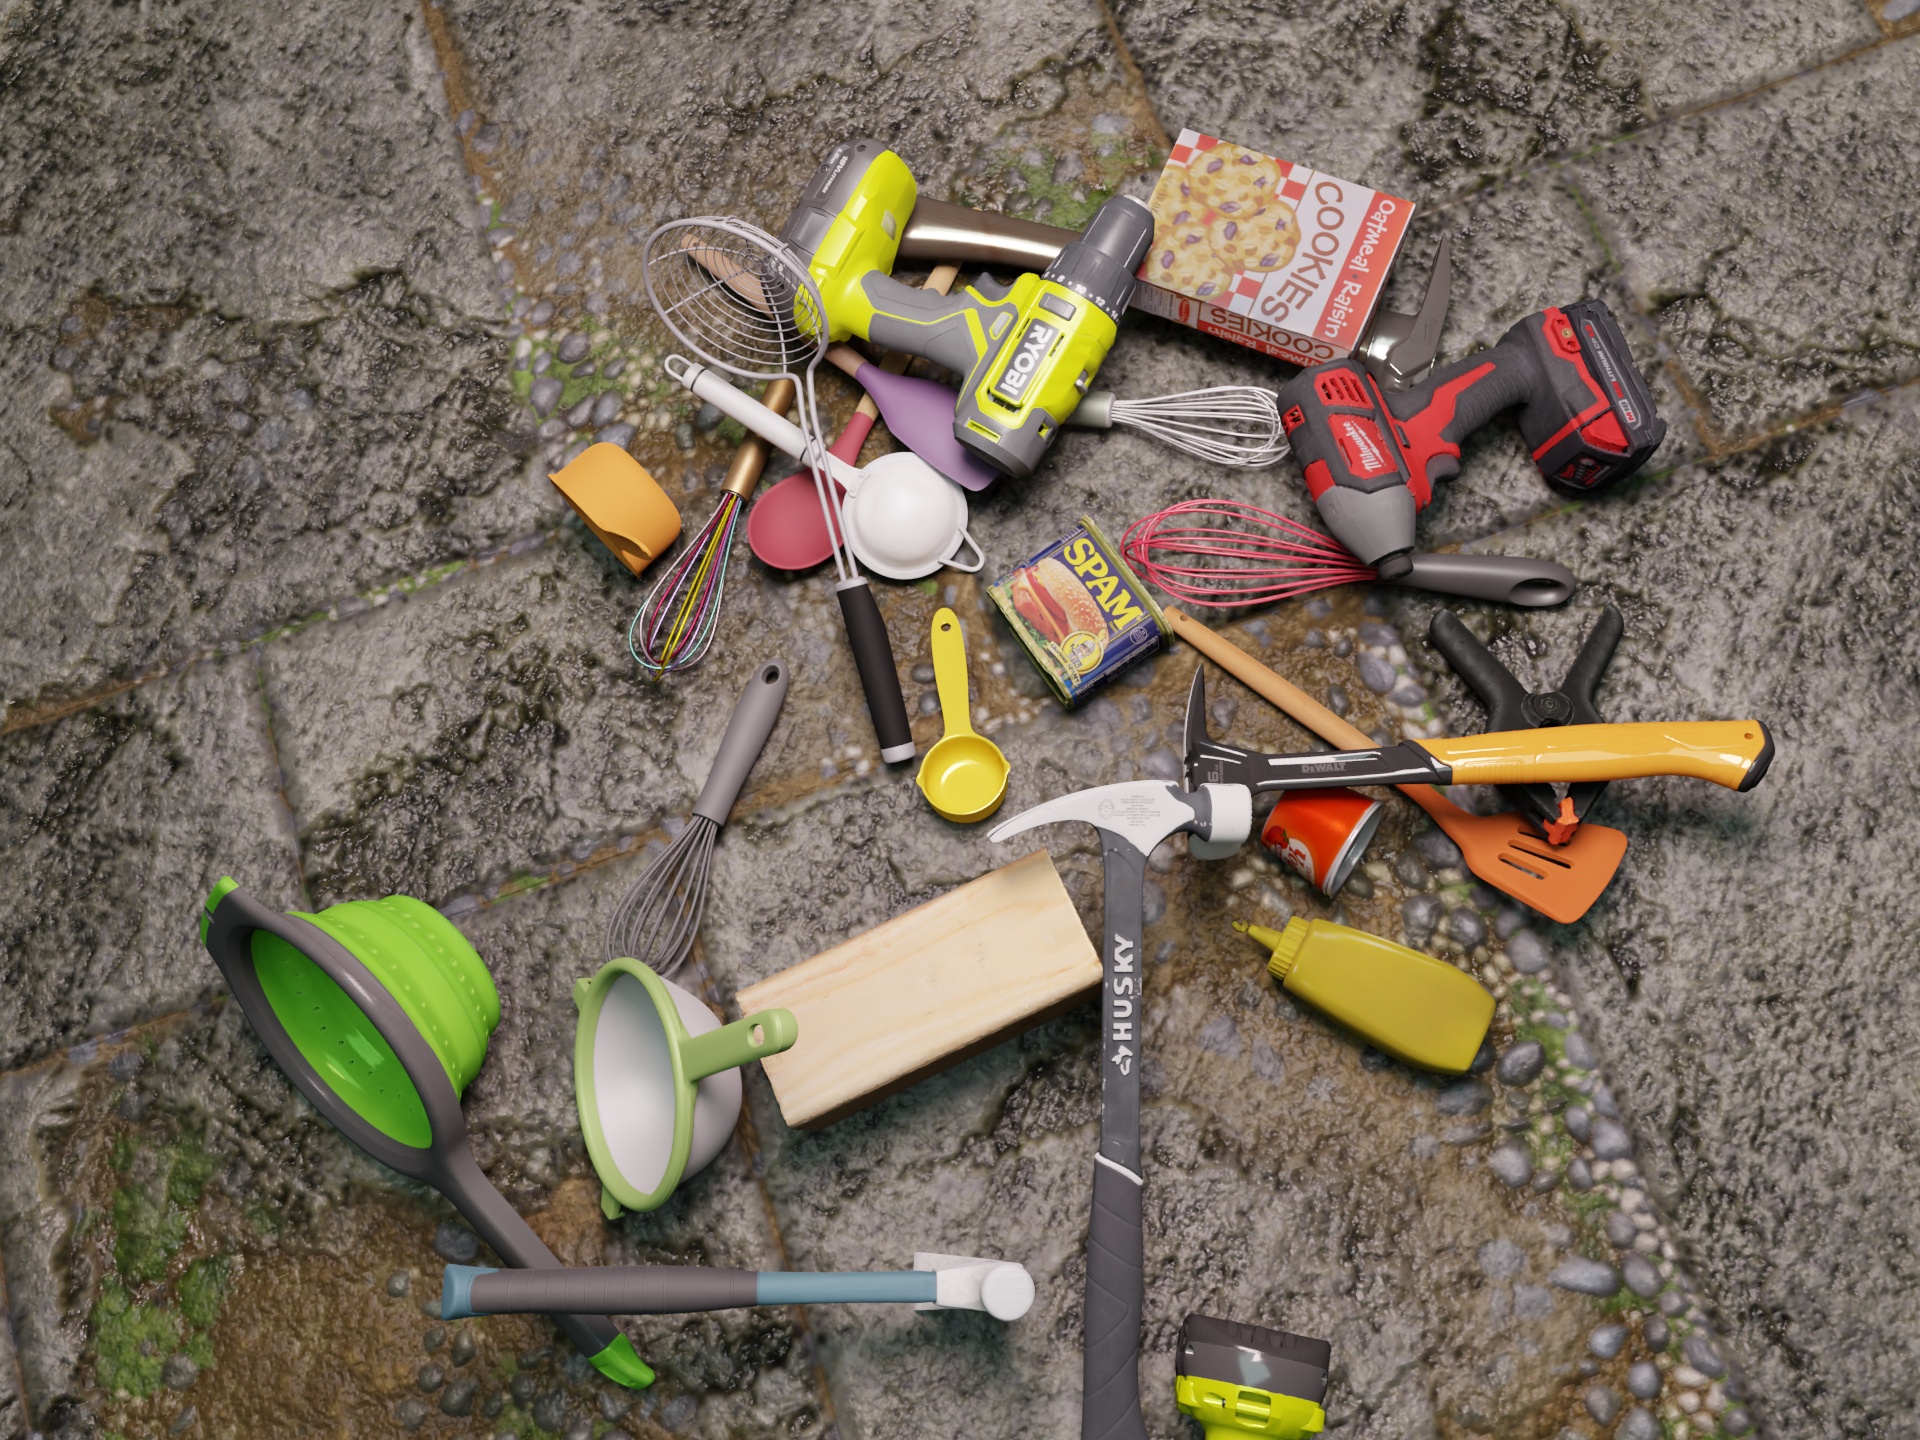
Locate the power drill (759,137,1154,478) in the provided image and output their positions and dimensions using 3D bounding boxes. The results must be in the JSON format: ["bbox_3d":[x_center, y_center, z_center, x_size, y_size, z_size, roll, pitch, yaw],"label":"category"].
[{"bbox_3d":[0.001,-0.292,1.056,0.229,0.080,0.190,31,92,17],"label":"power drill"}]

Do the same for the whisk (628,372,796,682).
[{"bbox_3d":[-0.169,-0.137,1.112,0.051,0.047,0.245,16,72,12],"label":"whisk"}]

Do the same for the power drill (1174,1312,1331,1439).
[{"bbox_3d":[0.141,0.444,0.850,0.080,0.171,0.223,9,67,9],"label":"power drill"}]

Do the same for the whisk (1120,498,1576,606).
[{"bbox_3d":[0.253,-0.102,1.042,0.296,0.073,0.073,6,75,3],"label":"whisk"}]

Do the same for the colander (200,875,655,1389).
[{"bbox_3d":[-0.303,0.238,0.990,0.397,0.204,0.094,49,49,1],"label":"colander"}]

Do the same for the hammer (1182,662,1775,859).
[{"bbox_3d":[0.302,0.018,0.951,0.337,0.034,0.127,-3,56,9],"label":"hammer"}]

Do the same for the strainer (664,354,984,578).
[{"bbox_3d":[-0.094,-0.176,1.081,0.258,0.050,0.087,33,89,3],"label":"strainer"}]

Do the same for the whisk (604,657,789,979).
[{"bbox_3d":[-0.170,0.063,1.052,0.055,0.055,0.239,20,73,12],"label":"whisk"}]

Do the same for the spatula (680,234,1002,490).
[{"bbox_3d":[-0.086,-0.262,1.123,0.316,0.018,0.060,38,74,20],"label":"spatula"}]

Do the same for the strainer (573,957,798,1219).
[{"bbox_3d":[-0.147,0.202,0.938,0.069,0.256,0.152,1,70,-38],"label":"strainer"}]

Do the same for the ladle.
[{"bbox_3d":[-0.058,-0.238,1.132,0.069,0.031,0.315,26,77,8],"label":"ladle"}]

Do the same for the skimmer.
[{"bbox_3d":[-0.107,-0.141,1.022,0.127,0.090,0.363,-11,96,43],"label":"skimmer"}]

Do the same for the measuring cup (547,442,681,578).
[{"bbox_3d":[-0.215,-0.139,1.059,0.052,0.174,0.095,-44,118,-10],"label":"measuring cup"}]

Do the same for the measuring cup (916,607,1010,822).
[{"bbox_3d":[-0.002,-0.003,1.064,0.062,0.029,0.157,-9,62,4],"label":"measuring cup"}]

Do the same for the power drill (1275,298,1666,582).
[{"bbox_3d":[0.323,-0.177,1.015,0.219,0.078,0.143,-17,78,-12],"label":"power drill"}]

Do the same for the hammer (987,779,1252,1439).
[{"bbox_3d":[0.086,0.238,0.912,0.149,0.036,0.409,1,92,-4],"label":"hammer"}]

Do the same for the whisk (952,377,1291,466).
[{"bbox_3d":[0.111,-0.212,1.096,0.246,0.057,0.059,9,41,14],"label":"whisk"}]

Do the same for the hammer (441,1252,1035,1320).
[{"bbox_3d":[-0.129,0.324,0.906,0.331,0.128,0.033,1,73,-5],"label":"hammer"}]

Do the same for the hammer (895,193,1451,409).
[{"bbox_3d":[0.133,-0.320,1.117,0.410,0.038,0.146,17,76,8],"label":"hammer"}]

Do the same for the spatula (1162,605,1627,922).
[{"bbox_3d":[0.262,0.015,1.014,0.323,0.041,0.081,37,62,16],"label":"spatula"}]
